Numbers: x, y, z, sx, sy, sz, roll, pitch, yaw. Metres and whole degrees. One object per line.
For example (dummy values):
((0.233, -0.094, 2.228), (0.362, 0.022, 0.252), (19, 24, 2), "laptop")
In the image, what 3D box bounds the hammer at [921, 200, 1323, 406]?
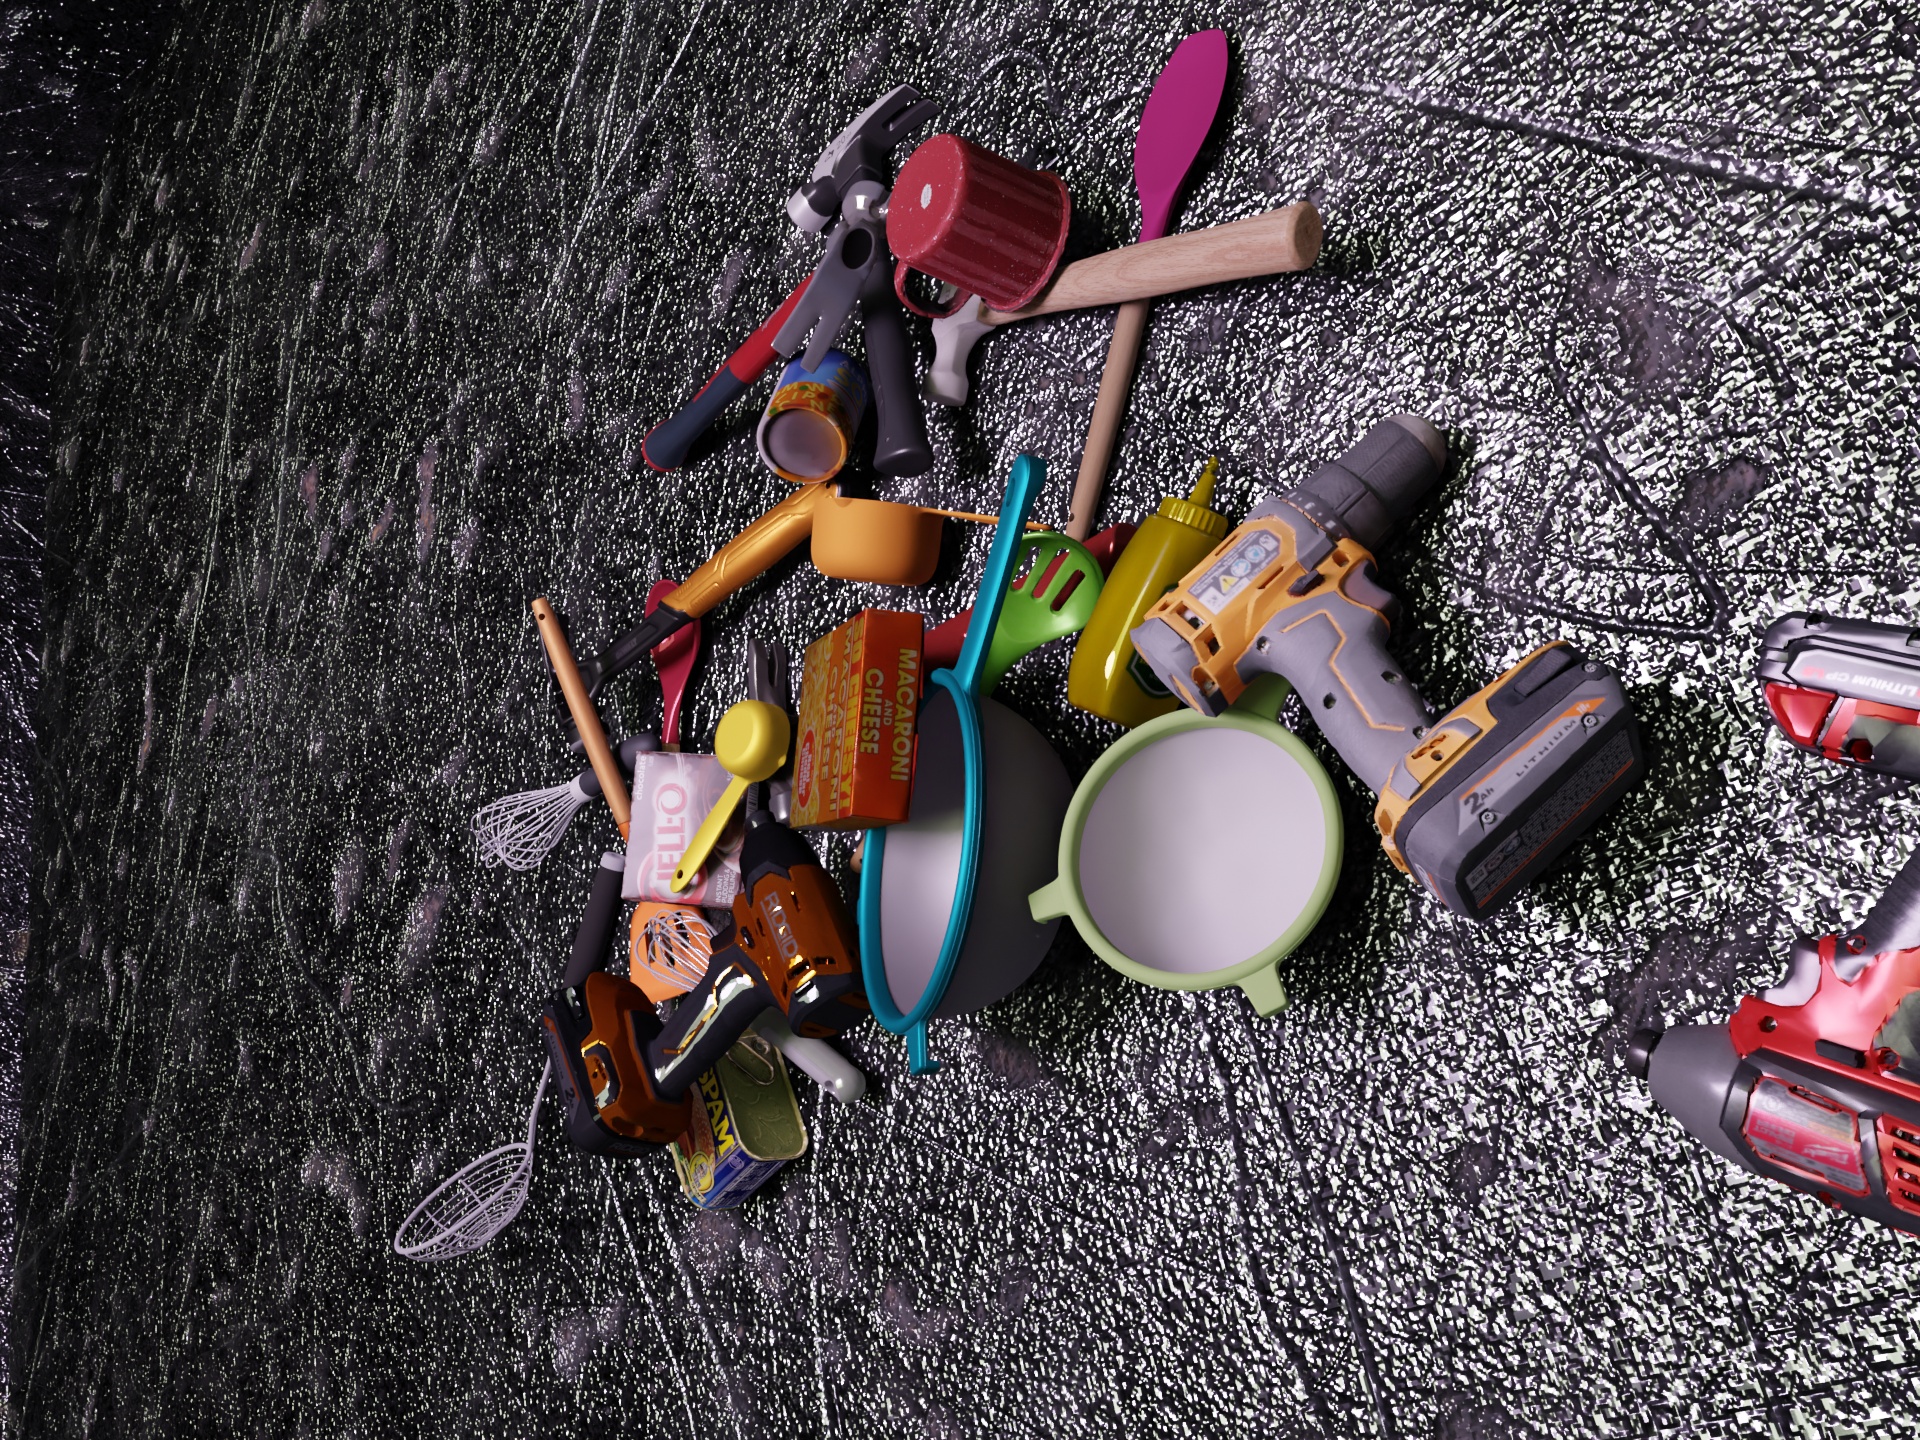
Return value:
((0.087, -0.270, 0.964), (0.331, 0.031, 0.130), (7, 86, 54), "hammer")

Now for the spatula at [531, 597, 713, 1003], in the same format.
((-0.268, 0.056, 1.220), (0.081, 0.041, 0.322), (-23, 88, 12), "spatula")

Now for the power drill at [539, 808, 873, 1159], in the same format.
((-0.170, 0.172, 1.060), (0.226, 0.084, 0.164), (-36, 55, 15), "power drill")

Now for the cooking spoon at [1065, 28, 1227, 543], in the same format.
((0.110, -0.264, 0.974), (0.069, 0.017, 0.319), (18, 94, 53), "cooking spoon")

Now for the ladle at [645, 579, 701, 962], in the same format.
((-0.232, 0.045, 1.262), (0.069, 0.031, 0.315), (-9, 77, 46), "ladle")

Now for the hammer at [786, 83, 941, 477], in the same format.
((-0.054, -0.303, 1.113), (0.146, 0.035, 0.335), (-37, 48, 35), "hammer")

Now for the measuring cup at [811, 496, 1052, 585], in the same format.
((-0.021, -0.113, 1.047), (0.174, 0.095, 0.052), (9, 94, 29), "measuring cup")

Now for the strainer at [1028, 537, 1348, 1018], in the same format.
((0.154, 0.027, 0.840), (0.152, 0.069, 0.256), (19, 77, 34), "strainer")

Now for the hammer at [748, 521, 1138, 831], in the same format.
((-0.021, -0.049, 1.052), (0.359, 0.036, 0.149), (-28, 62, 40), "hammer")

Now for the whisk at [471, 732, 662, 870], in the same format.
((-0.328, 0.065, 1.324), (0.284, 0.070, 0.070), (-28, 62, 43), "whisk")

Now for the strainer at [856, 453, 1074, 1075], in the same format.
((0.029, 0.021, 0.910), (0.211, 0.095, 0.340), (-123, 46, -65), "strainer")

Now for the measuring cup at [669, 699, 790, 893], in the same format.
((-0.175, 0.055, 1.131), (0.062, 0.029, 0.156), (38, 99, 43), "measuring cup")

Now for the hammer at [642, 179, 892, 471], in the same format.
((-0.164, -0.247, 1.163), (0.386, 0.038, 0.143), (-22, 40, 58), "hammer")

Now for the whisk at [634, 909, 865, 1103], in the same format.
((-0.148, 0.198, 1.109), (0.247, 0.059, 0.057), (28, 139, 41), "whisk")

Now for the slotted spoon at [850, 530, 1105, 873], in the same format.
((-0.002, -0.003, 0.993), (0.313, 0.070, 0.031), (-56, 7, 37), "slotted spoon")

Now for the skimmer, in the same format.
((-0.367, 0.273, 1.308), (0.127, 0.090, 0.363), (-141, 69, -77), "skimmer")

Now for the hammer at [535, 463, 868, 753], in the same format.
((-0.203, -0.104, 1.223), (0.337, 0.034, 0.127), (-31, 68, 29), "hammer")

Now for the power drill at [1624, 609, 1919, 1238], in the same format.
((0.346, 0.075, 0.611), (0.143, 0.078, 0.219), (17, 97, 48), "power drill")

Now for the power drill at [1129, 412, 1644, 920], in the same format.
((0.213, -0.039, 0.754), (0.185, 0.084, 0.226), (-43, 50, 0), "power drill")
